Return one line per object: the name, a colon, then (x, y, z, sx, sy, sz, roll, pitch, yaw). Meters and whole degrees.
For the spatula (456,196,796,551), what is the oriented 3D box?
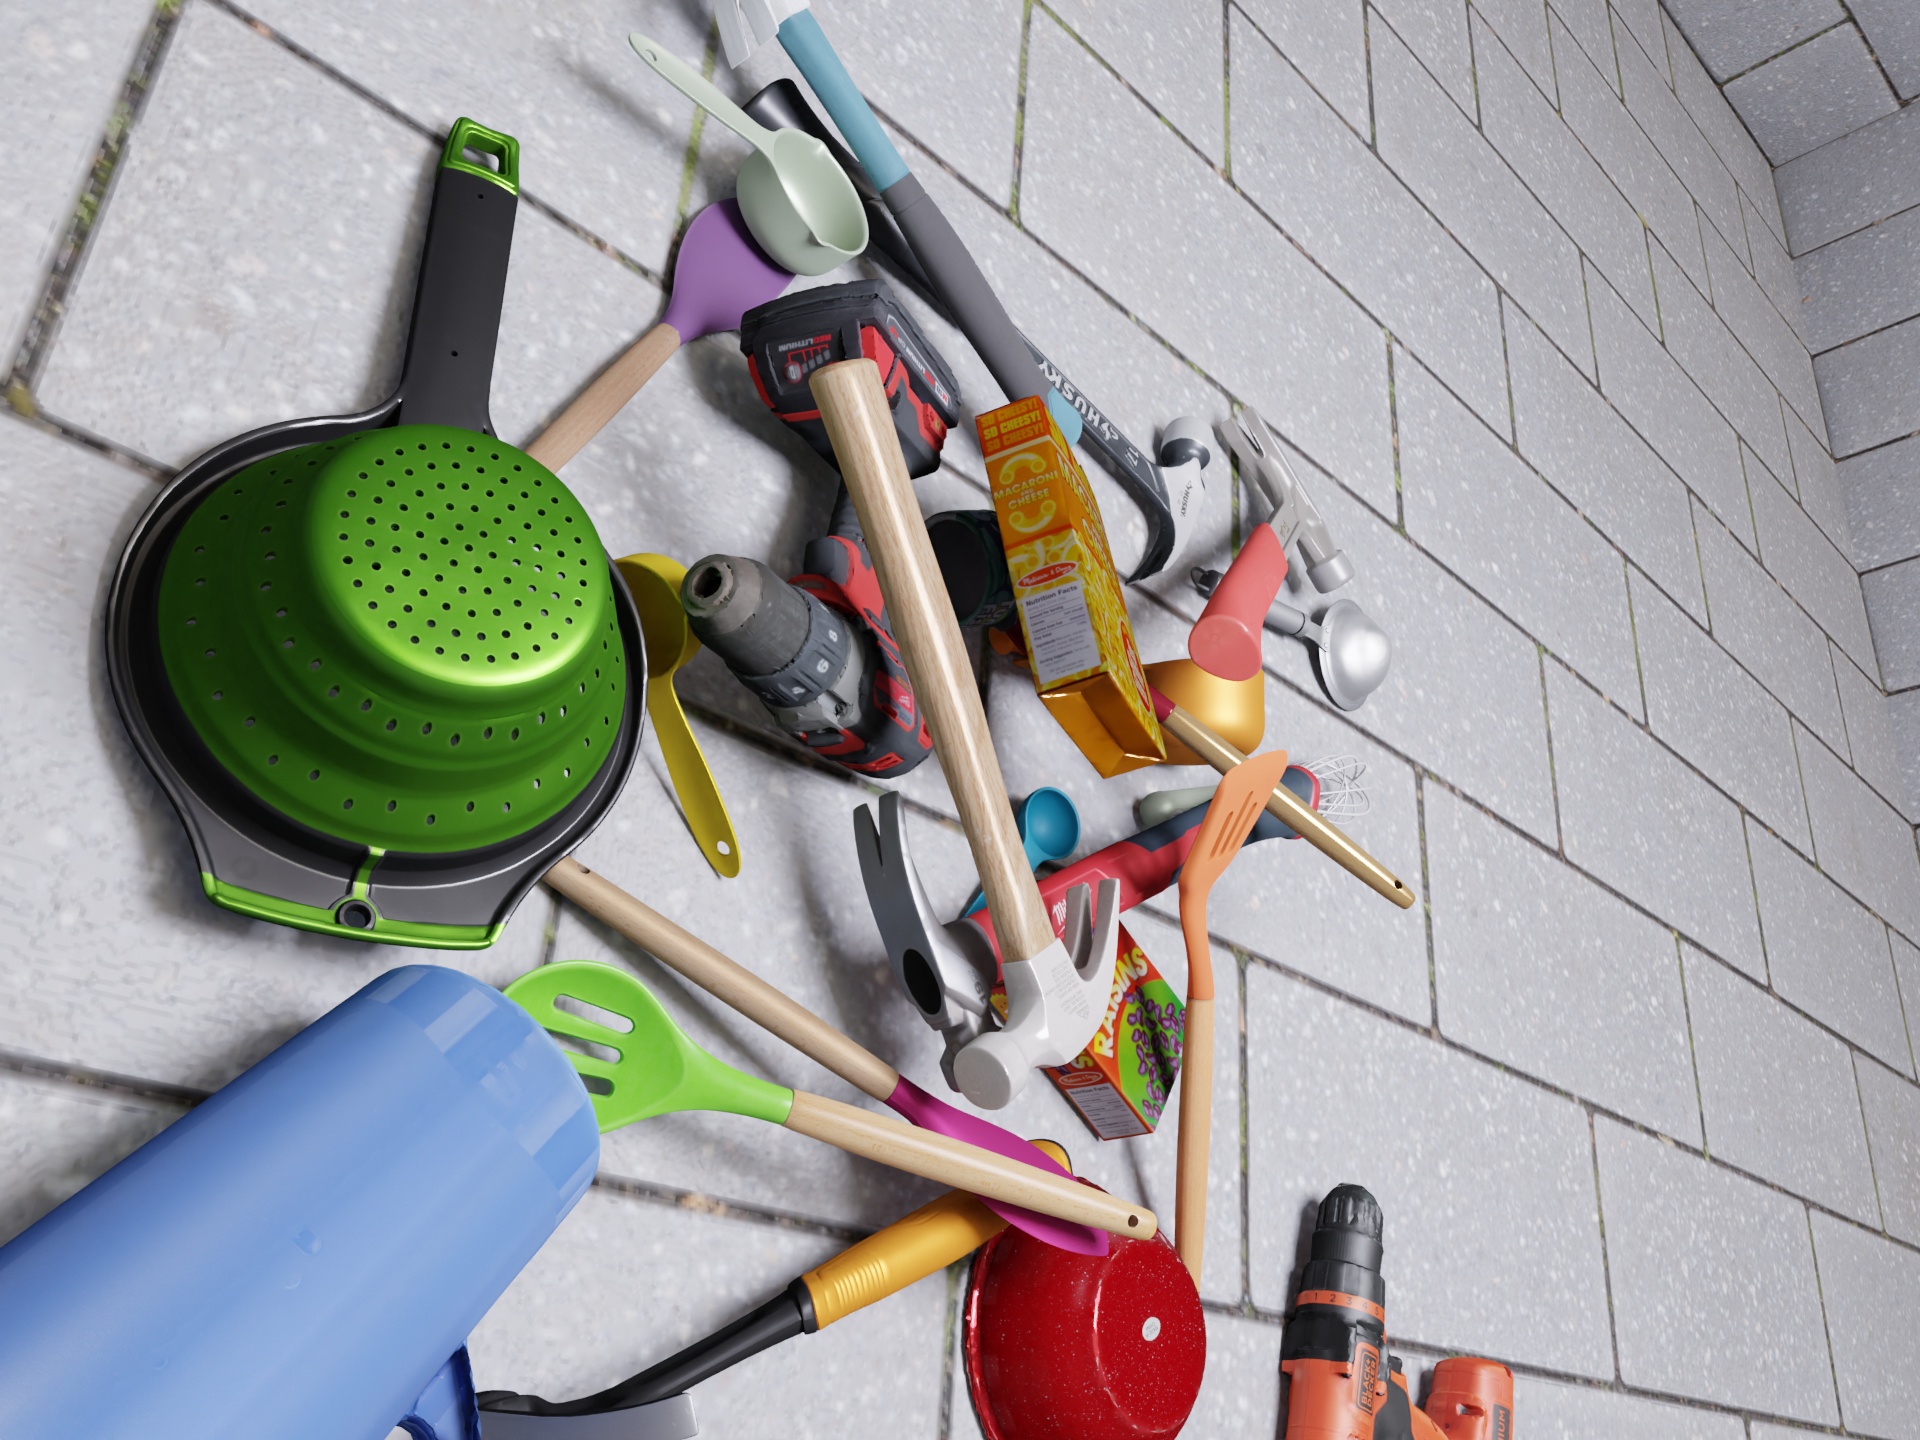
spatula: (-0.158, -0.178, 0.781, 0.059, 0.018, 0.316, 51, 43, -22)

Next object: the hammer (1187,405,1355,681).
hammer: (0.192, -0.110, 1.035, 0.149, 0.036, 0.359, 56, 26, -6)

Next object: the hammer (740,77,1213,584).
hammer: (0.021, -0.241, 0.991, 0.408, 0.036, 0.149, 37, 51, -31)

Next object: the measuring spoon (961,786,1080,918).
measuring spoon: (0.024, 0.087, 0.879, 0.042, 0.021, 0.129, 52, 53, -16)

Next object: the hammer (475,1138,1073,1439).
hammer: (-0.045, 0.238, 0.674, 0.336, 0.127, 0.034, -7, 82, -55)

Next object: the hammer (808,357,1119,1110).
hammer: (-0.001, -0.002, 0.726, 0.130, 0.031, 0.331, -25, 99, -53)

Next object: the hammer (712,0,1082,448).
hammer: (-0.029, -0.292, 0.898, 0.330, 0.033, 0.128, 55, 31, -17)

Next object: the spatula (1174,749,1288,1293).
spatula: (0.137, 0.174, 0.859, 0.081, 0.041, 0.322, -11, 105, -55)

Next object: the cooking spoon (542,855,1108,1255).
cooking spoon: (-0.052, 0.151, 0.713, 0.318, 0.017, 0.069, 37, 16, -16)

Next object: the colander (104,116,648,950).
colander: (-0.199, -0.114, 0.629, 0.204, 0.094, 0.397, 15, 58, -29)

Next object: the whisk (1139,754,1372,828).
whisk: (0.201, 0.051, 1.066, 0.246, 0.057, 0.059, -3, 42, -45)

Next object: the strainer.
strainer: (0.255, -0.068, 1.175, 0.258, 0.050, 0.087, 19, 73, -38)

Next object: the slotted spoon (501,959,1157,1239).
slotted spoon: (-0.052, 0.174, 0.676, 0.313, 0.031, 0.070, 22, 77, -17)

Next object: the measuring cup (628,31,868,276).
measuring cup: (-0.118, -0.296, 0.837, 0.167, 0.038, 0.083, 30, 45, -41)

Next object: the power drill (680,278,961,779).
power drill: (-0.067, -0.100, 0.770, 0.187, 0.080, 0.227, 41, 46, -59)

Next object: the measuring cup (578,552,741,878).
measuring cup: (-0.126, -0.003, 0.729, 0.029, 0.062, 0.156, -44, 119, -59)

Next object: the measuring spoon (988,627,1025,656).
measuring spoon: (0.060, -0.043, 0.969, 0.116, 0.011, 0.021, 11, 67, -45)

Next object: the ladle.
ladle: (0.142, 0.011, 0.926, 0.315, 0.031, 0.069, 38, 58, -4)

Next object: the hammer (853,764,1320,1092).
hammer: (0.094, 0.067, 0.882, 0.386, 0.038, 0.143, -18, 86, -50)

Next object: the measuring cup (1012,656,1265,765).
measuring cup: (0.108, -0.006, 0.969, 0.173, 0.095, 0.052, 6, 75, -27)
